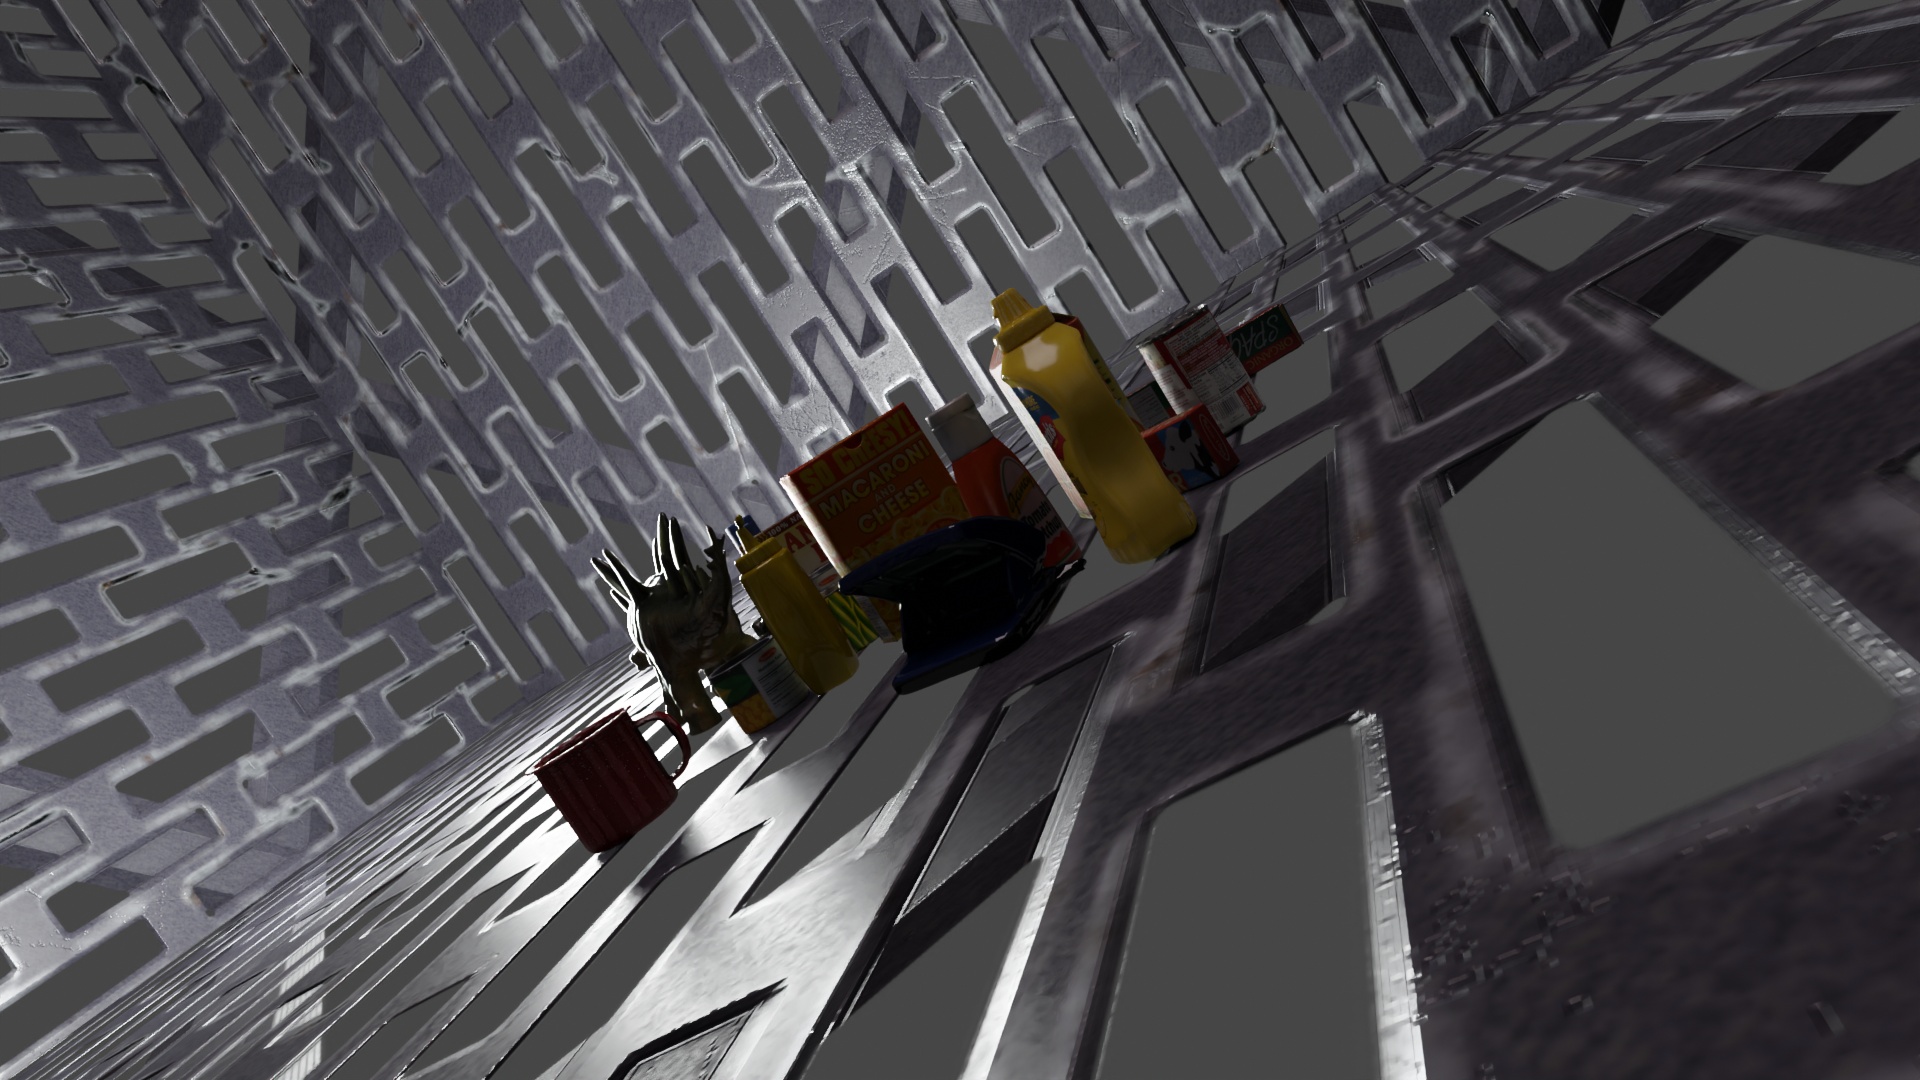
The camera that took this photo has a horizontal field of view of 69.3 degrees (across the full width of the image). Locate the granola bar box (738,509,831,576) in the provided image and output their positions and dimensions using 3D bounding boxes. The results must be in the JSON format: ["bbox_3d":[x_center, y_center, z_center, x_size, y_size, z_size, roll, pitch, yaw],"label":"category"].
[{"bbox_3d":[-0.159,0.015,1.640,0.165,0.124,0.039,-31,6,13],"label":"granola bar box"}]

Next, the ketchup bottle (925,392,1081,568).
[{"bbox_3d":[0.028,-0.035,1.003,0.043,0.148,0.065,-27,8,41],"label":"ketchup bottle"}]

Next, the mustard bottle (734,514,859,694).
[{"bbox_3d":[-0.142,0.048,1.134,0.049,0.160,0.065,-32,6,4],"label":"mustard bottle"}]

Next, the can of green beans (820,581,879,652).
[{"bbox_3d":[-0.106,0.071,1.256,0.071,0.058,0.071,-32,6,4],"label":"can of green beans"}]

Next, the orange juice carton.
[{"bbox_3d":[0.087,-0.116,1.143,0.073,0.192,0.072,-33,6,-6],"label":"orange juice carton"}]

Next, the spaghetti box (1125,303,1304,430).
[{"bbox_3d":[0.226,-0.154,1.407,0.250,0.050,0.029,-31,6,8],"label":"spaghetti box"}]

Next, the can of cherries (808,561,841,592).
[{"bbox_3d":[-0.134,0.054,1.512,0.071,0.058,0.071,-32,6,4],"label":"can of cherries"}]

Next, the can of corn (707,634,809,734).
[{"bbox_3d":[-0.171,0.123,1.172,0.071,0.058,0.071,-32,6,4],"label":"can of corn"}]

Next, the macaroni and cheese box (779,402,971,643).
[{"bbox_3d":[-0.056,-0.016,1.181,0.124,0.166,0.040,-35,6,-23],"label":"macaroni and cheese box"}]

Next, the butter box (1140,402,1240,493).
[{"bbox_3d":[0.153,-0.060,1.028,0.024,0.053,0.103,-37,8,-37],"label":"butter box"}]

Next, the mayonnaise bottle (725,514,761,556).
[{"bbox_3d":[-0.239,0.038,1.741,0.065,0.148,0.041,-35,6,-23],"label":"mayonnaise bottle"}]
